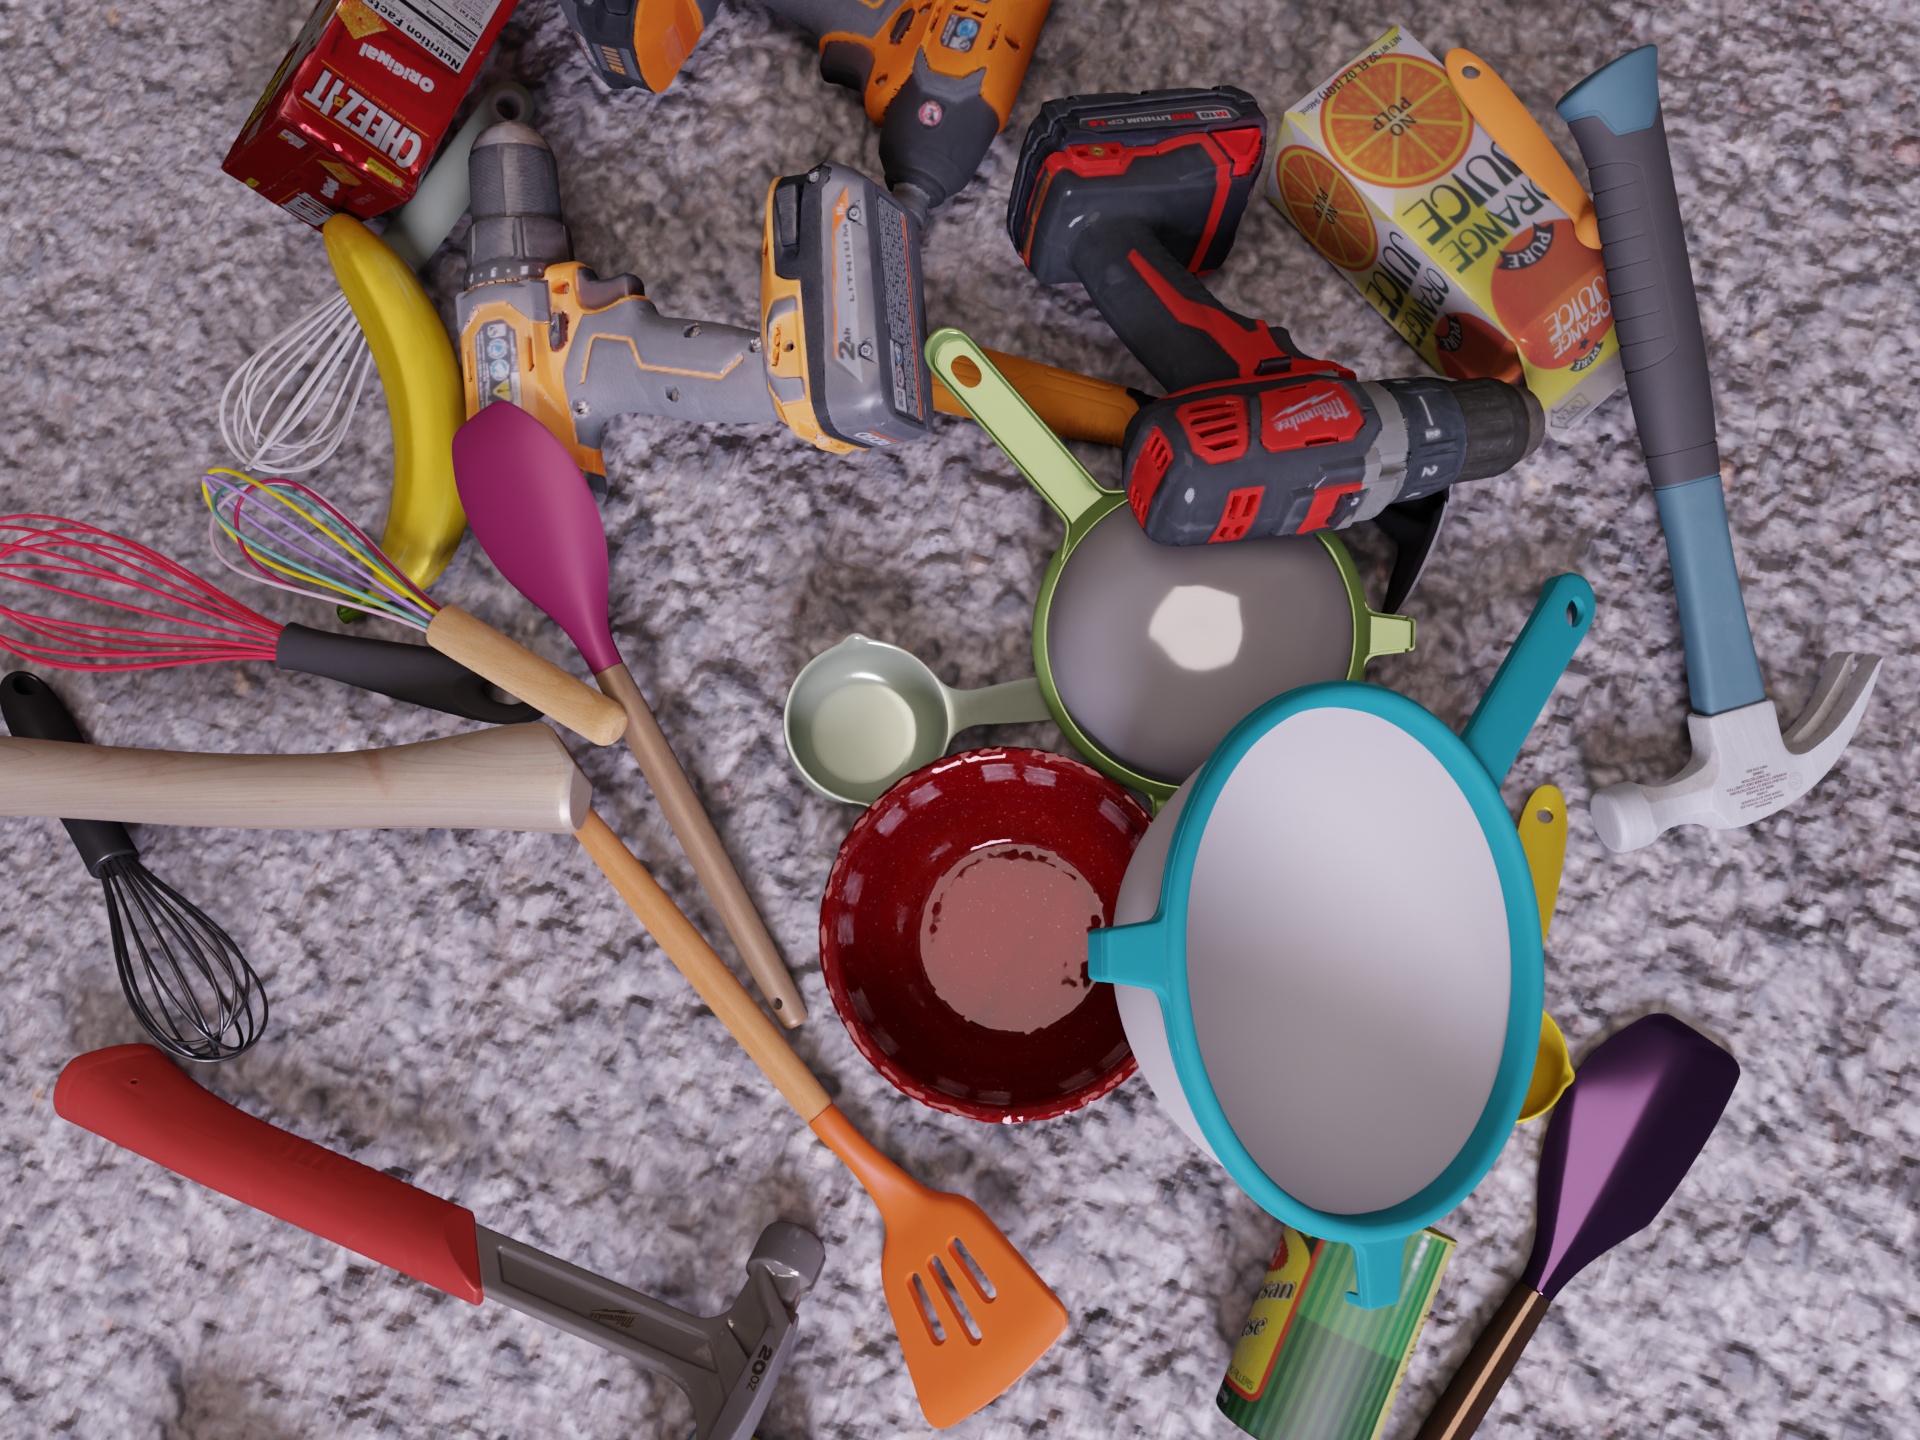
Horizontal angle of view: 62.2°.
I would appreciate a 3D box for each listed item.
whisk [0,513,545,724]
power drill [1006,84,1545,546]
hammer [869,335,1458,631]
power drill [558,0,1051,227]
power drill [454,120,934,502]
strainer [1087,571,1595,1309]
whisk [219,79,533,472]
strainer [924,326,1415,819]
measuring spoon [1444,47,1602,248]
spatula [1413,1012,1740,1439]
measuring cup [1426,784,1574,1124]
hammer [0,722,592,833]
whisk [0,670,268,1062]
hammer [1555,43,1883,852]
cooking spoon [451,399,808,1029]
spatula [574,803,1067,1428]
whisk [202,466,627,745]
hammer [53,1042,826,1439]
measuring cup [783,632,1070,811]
[{"bbox_3d":[-0.343,-0.041,0.764,0.296,0.073,0.073,13,80,-2],"label":"whisk"},{"bbox_3d":[0.133,-0.177,0.700,0.188,0.080,0.227,-11,59,-18],"label":"power drill"},{"bbox_3d":[0.064,-0.140,0.761,0.337,0.034,0.127,16,80,9],"label":"hammer"},{"bbox_3d":[-0.078,-0.344,0.794,0.226,0.084,0.164,18,82,5],"label":"power drill"},{"bbox_3d":[-0.135,-0.200,0.743,0.226,0.084,0.185,-5,90,19],"label":"power drill"},{"bbox_3d":[0.168,0.053,0.670,0.211,0.095,0.340,52,57,-18],"label":"strainer"},{"bbox_3d":[-0.293,-0.228,0.812,0.057,0.059,0.246,36,78,-25],"label":"whisk"},{"bbox_3d":[0.068,-0.077,0.693,0.151,0.069,0.256,-41,88,9],"label":"strainer"},{"bbox_3d":[0.252,-0.255,0.701,0.021,0.011,0.117,-32,77,-6],"label":"measuring spoon"},{"bbox_3d":[0.227,0.262,0.672,0.060,0.018,0.316,33,83,12],"label":"spatula"},{"bbox_3d":[0.245,0.103,0.703,0.062,0.029,0.157,15,69,12],"label":"measuring cup"},{"bbox_3d":[-0.375,0.039,0.729,0.410,0.038,0.146,1,69,6],"label":"hammer"},{"bbox_3d":[-0.403,0.066,0.764,0.055,0.055,0.239,-37,73,-2],"label":"whisk"},{"bbox_3d":[0.307,-0.116,0.680,0.128,0.033,0.331,-14,97,-3],"label":"hammer"},{"bbox_3d":[-0.150,-0.001,0.731,0.069,0.017,0.319,-29,89,25],"label":"cooking spoon"},{"bbox_3d":[-0.080,0.157,0.704,0.081,0.041,0.323,-43,81,12],"label":"spatula"},{"bbox_3d":[-0.257,-0.053,0.740,0.245,0.051,0.047,29,109,12],"label":"whisk"},{"bbox_3d":[-0.248,0.228,0.691,0.359,0.036,0.149,17,42,14],"label":"hammer"},{"bbox_3d":[-0.001,-0.002,0.745,0.167,0.038,0.083,-8,81,-13],"label":"measuring cup"}]
